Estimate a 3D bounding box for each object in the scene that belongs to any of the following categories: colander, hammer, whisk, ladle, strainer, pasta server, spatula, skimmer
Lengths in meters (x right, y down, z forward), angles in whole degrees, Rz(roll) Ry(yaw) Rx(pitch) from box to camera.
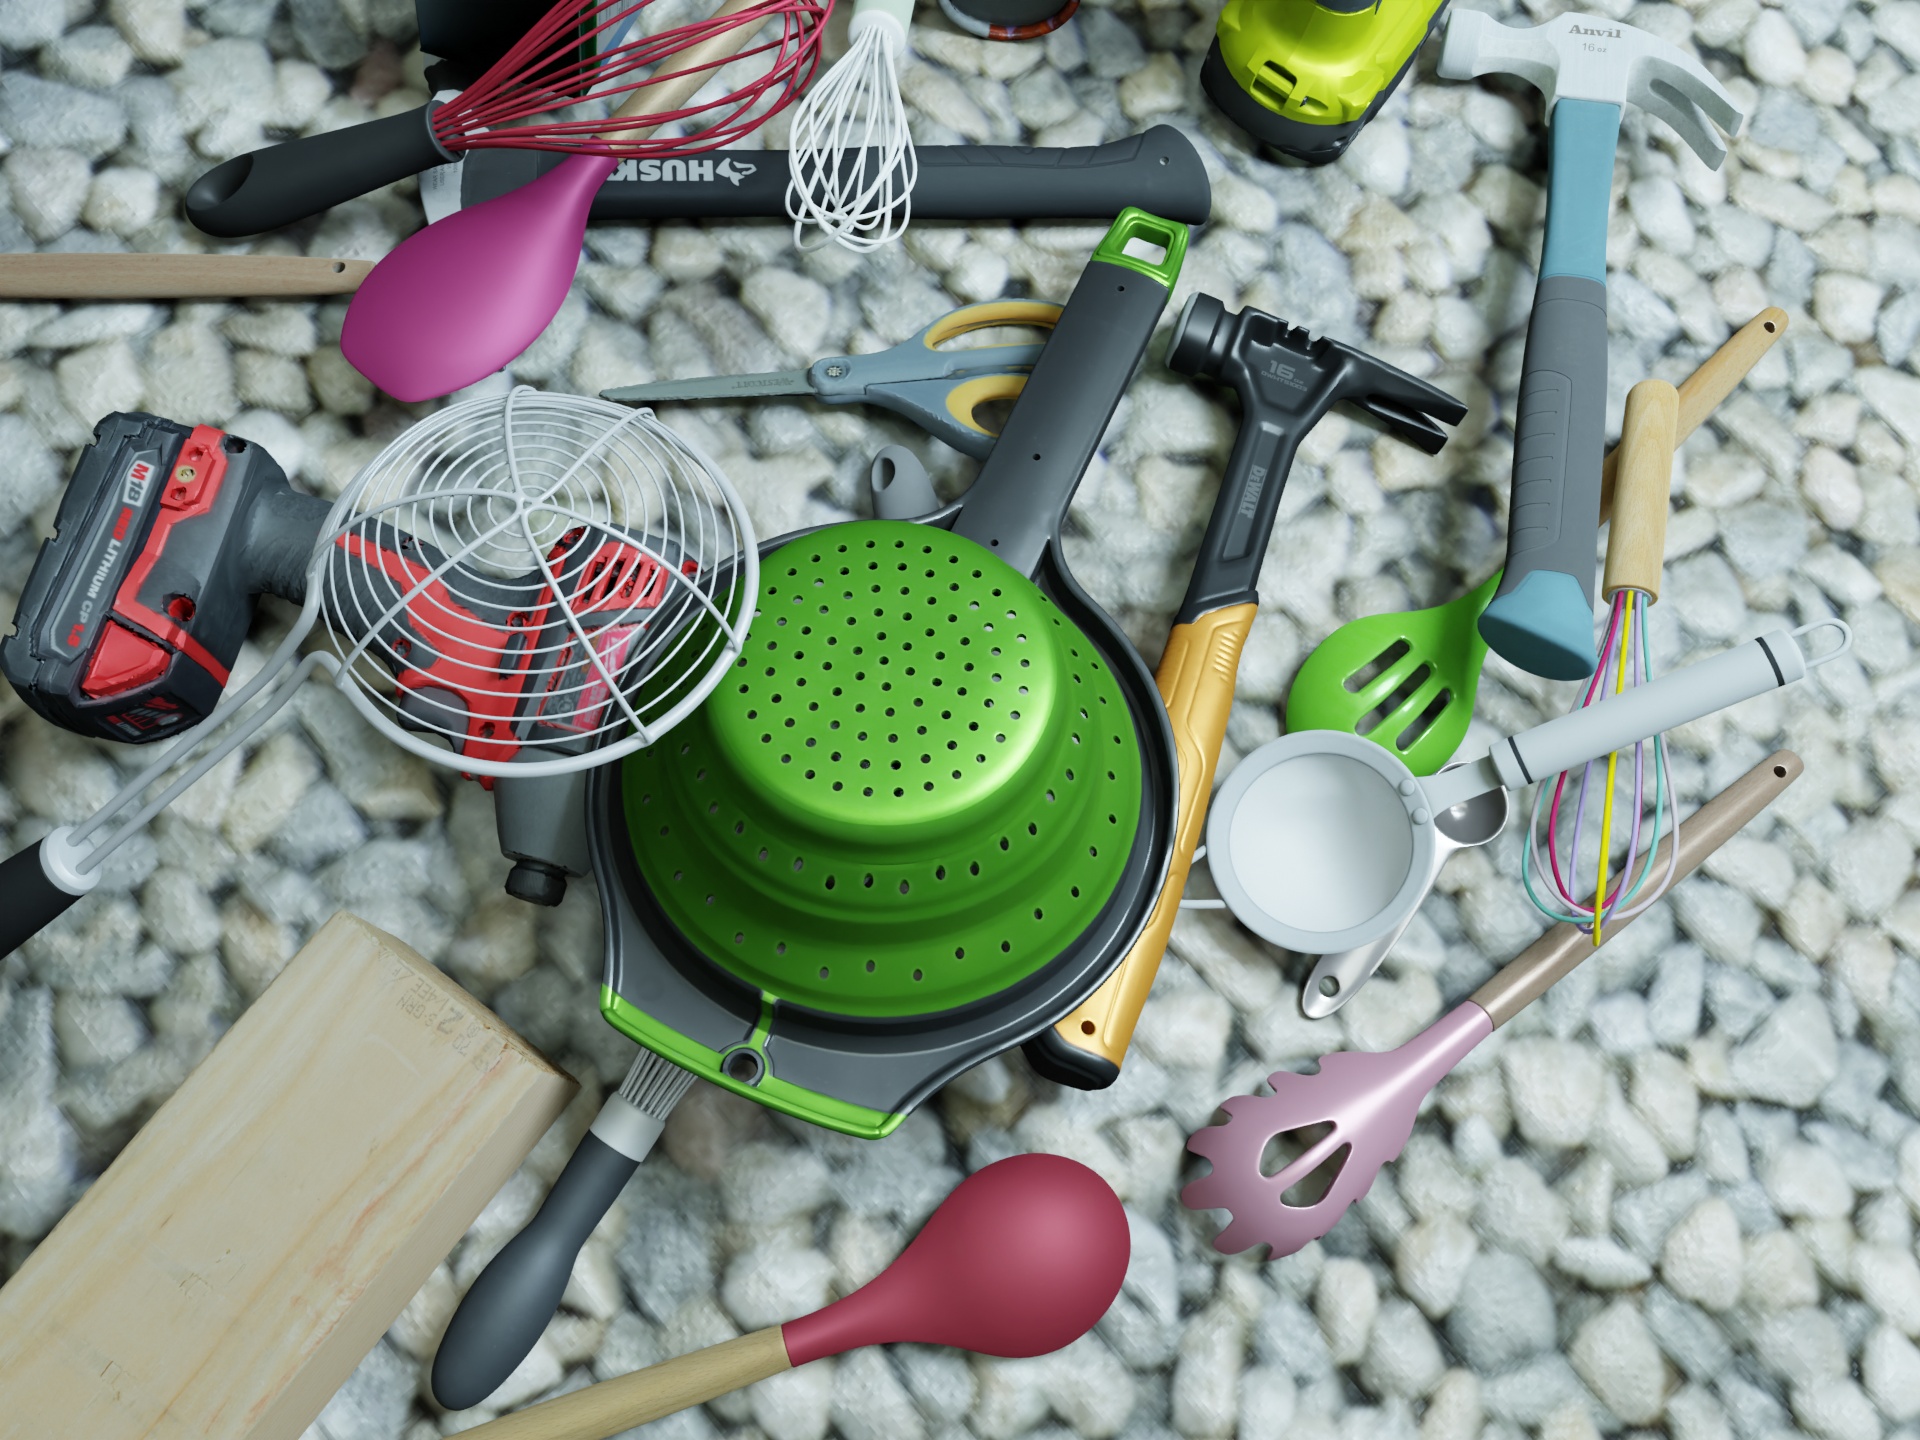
[{"bbox_3d":[0.007,-0.063,0.550,0.204,0.094,0.397,22,64,8],"label":"colander"},{"bbox_3d":[-0.059,-0.224,0.676,0.334,0.035,0.146,-2,75,-7],"label":"hammer"},{"bbox_3d":[-0.036,-0.276,0.656,0.057,0.059,0.247,34,46,-31],"label":"whisk"},{"bbox_3d":[-0.086,0.227,0.558,0.315,0.031,0.069,-17,78,-8],"label":"ladle"},{"bbox_3d":[-0.101,0.118,0.573,0.070,0.070,0.284,32,80,3],"label":"whisk"},{"bbox_3d":[-0.001,-0.002,0.620,0.055,0.055,0.239,-12,72,-9],"label":"whisk"},{"bbox_3d":[0.198,0.021,0.593,0.258,0.050,0.087,-25,69,19],"label":"strainer"},{"bbox_3d":[0.219,0.101,0.623,0.316,0.040,0.060,-33,81,-17],"label":"pasta server"},{"bbox_3d":[-0.396,-0.176,0.637,0.316,0.018,0.060,-2,73,-5],"label":"spatula"},{"bbox_3d":[0.263,-0.028,0.633,0.047,0.051,0.245,29,66,-34],"label":"whisk"},{"bbox_3d":[0.099,-0.017,0.608,0.127,0.034,0.337,22,64,0],"label":"hammer"},{"bbox_3d":[0.250,-0.167,0.659,0.128,0.033,0.331,10,65,9],"label":"hammer"},{"bbox_3d":[-0.180,-0.230,0.606,0.296,0.073,0.073,-9,74,21],"label":"whisk"},{"bbox_3d":[-0.227,0.020,0.517,0.363,0.090,0.127,-32,68,23],"label":"skimmer"}]

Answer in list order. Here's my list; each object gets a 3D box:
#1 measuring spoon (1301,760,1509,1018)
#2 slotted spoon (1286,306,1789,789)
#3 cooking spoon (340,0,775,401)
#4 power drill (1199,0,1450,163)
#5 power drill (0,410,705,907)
[{"bbox_3d":[0.173,0.069,0.634,0.034,0.018,0.124,39,82,3],"label":"measuring spoon"},{"bbox_3d":[0.256,-0.082,0.674,0.314,0.031,0.070,-42,88,-16],"label":"slotted spoon"},{"bbox_3d":[-0.128,-0.249,0.648,0.069,0.017,0.319,37,74,7],"label":"cooking spoon"},{"bbox_3d":[0.182,-0.345,0.634,0.080,0.223,0.171,36,75,4],"label":"power drill"},{"bbox_3d":[-0.215,-0.021,0.587,0.219,0.078,0.143,15,75,-5],"label":"power drill"}]
